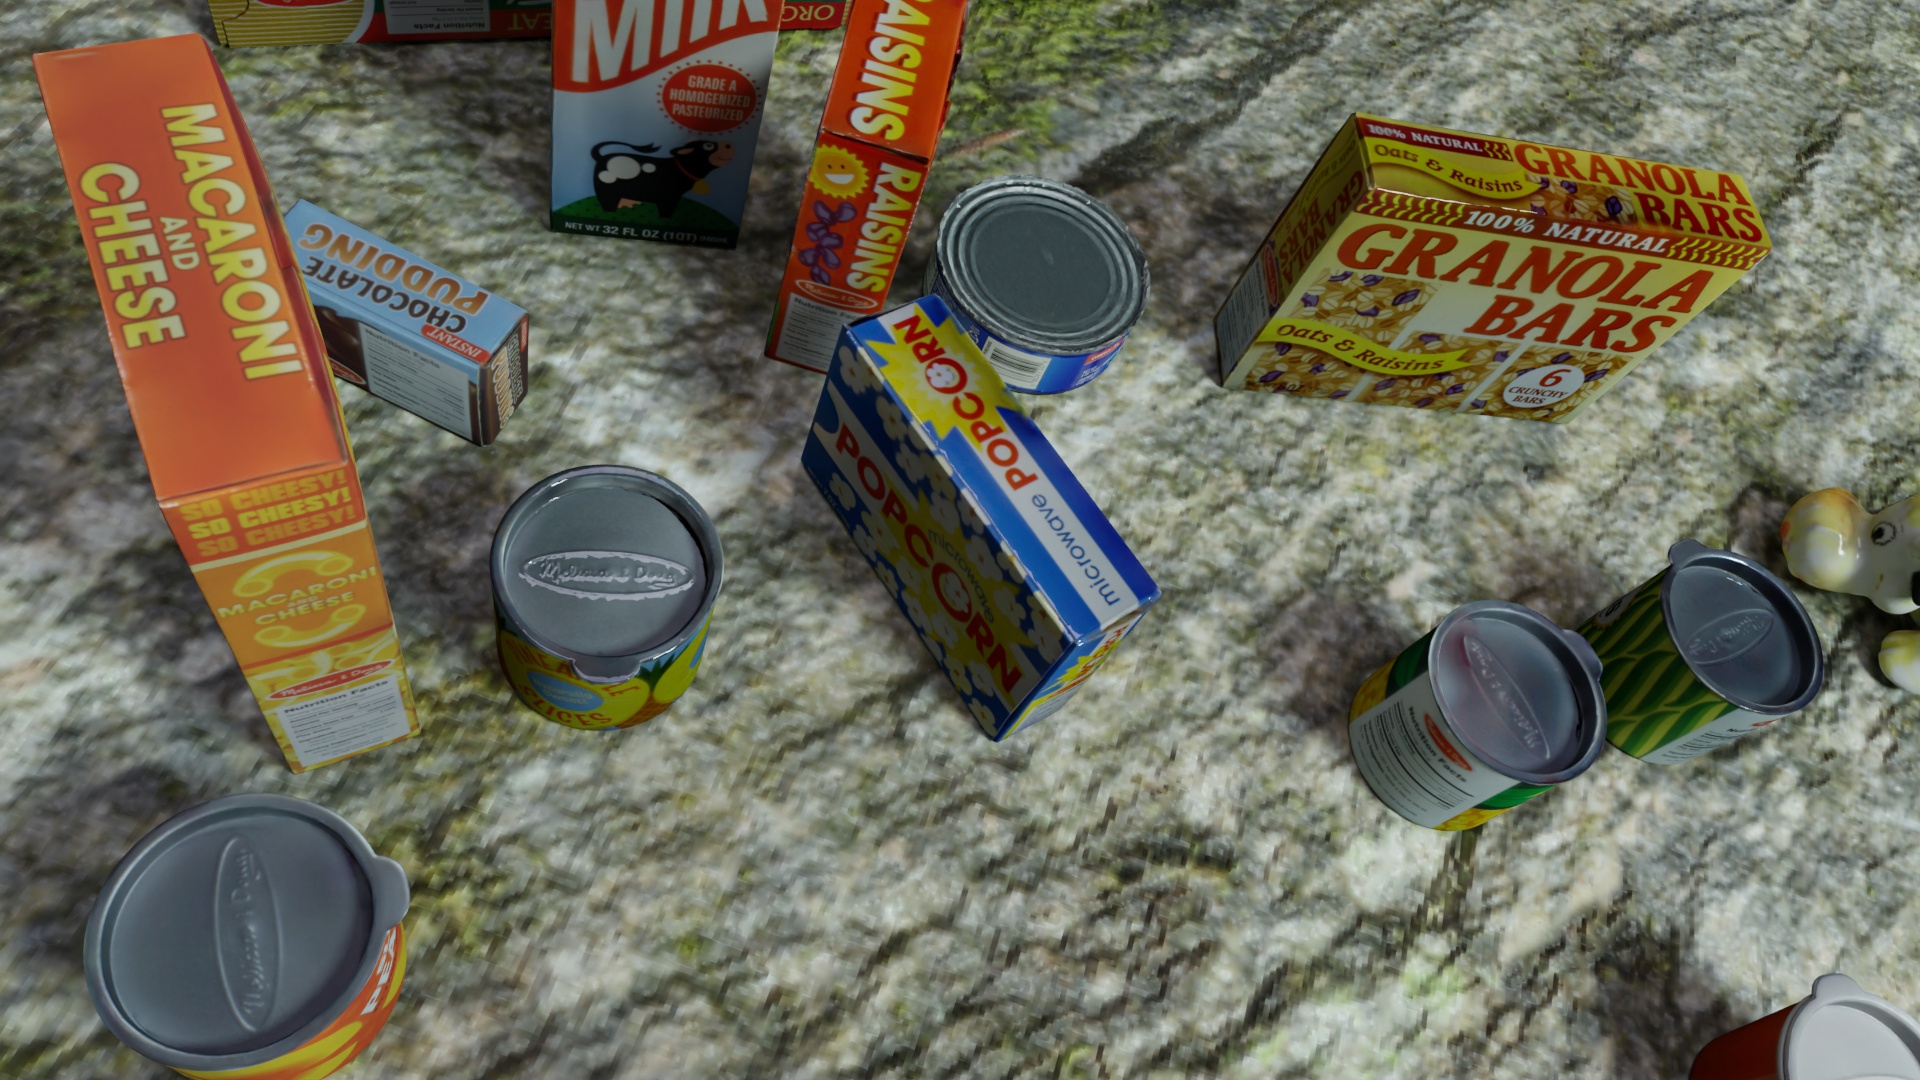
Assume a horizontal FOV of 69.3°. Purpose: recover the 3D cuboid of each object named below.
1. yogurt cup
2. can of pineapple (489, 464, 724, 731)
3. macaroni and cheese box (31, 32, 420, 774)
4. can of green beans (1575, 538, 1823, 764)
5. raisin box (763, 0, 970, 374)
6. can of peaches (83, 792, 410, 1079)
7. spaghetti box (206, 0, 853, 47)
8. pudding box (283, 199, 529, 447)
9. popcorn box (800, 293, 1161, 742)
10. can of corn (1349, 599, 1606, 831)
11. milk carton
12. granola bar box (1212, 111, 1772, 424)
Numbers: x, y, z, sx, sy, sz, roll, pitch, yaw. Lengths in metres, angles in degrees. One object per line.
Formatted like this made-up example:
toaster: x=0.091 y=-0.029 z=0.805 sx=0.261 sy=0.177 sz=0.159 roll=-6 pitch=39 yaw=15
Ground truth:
yogurt cup: x=0.279 y=0.185 z=0.452 sx=0.072 sy=0.053 sz=0.073 roll=7 pitch=61 yaw=-13
can of pineapple: x=-0.109 y=0.020 z=0.426 sx=0.071 sy=0.057 sz=0.071 roll=7 pitch=61 yaw=-13
macaroni and cheese box: x=-0.184 y=-0.025 z=0.365 sx=0.040 sy=0.165 sz=0.124 roll=-18 pitch=69 yaw=-24
can of green beans: x=0.276 y=0.045 z=0.526 sx=0.071 sy=0.057 sz=0.071 roll=7 pitch=61 yaw=-13
raisin box: x=-0.034 y=-0.127 z=0.490 sx=0.040 sy=0.122 sz=0.086 roll=15 pitch=59 yaw=-8
can of peaches: x=-0.178 y=0.105 z=0.359 sx=0.071 sy=0.057 sz=0.071 roll=7 pitch=61 yaw=-13
spaghetti box: x=-0.161 y=-0.227 z=0.551 sx=0.251 sy=0.050 sz=0.029 roll=-10 pitch=66 yaw=-21
pudding box: x=-0.187 y=-0.071 z=0.458 sx=0.084 sy=0.049 sz=0.030 roll=26 pitch=58 yaw=-2
popcorn box: x=0.002 y=-0.006 z=0.457 sx=0.038 sy=0.084 sz=0.127 roll=-27 pitch=73 yaw=-27
can of corn: x=0.181 y=0.062 z=0.489 sx=0.071 sy=0.058 sz=0.071 roll=7 pitch=61 yaw=-13
milk carton: x=-0.099 y=-0.188 z=0.465 sx=0.072 sy=0.189 sz=0.074 roll=2 pitch=62 yaw=-15
granola bar box: x=0.200 y=-0.101 z=0.545 sx=0.166 sy=0.123 sz=0.039 roll=4 pitch=61 yaw=-14
